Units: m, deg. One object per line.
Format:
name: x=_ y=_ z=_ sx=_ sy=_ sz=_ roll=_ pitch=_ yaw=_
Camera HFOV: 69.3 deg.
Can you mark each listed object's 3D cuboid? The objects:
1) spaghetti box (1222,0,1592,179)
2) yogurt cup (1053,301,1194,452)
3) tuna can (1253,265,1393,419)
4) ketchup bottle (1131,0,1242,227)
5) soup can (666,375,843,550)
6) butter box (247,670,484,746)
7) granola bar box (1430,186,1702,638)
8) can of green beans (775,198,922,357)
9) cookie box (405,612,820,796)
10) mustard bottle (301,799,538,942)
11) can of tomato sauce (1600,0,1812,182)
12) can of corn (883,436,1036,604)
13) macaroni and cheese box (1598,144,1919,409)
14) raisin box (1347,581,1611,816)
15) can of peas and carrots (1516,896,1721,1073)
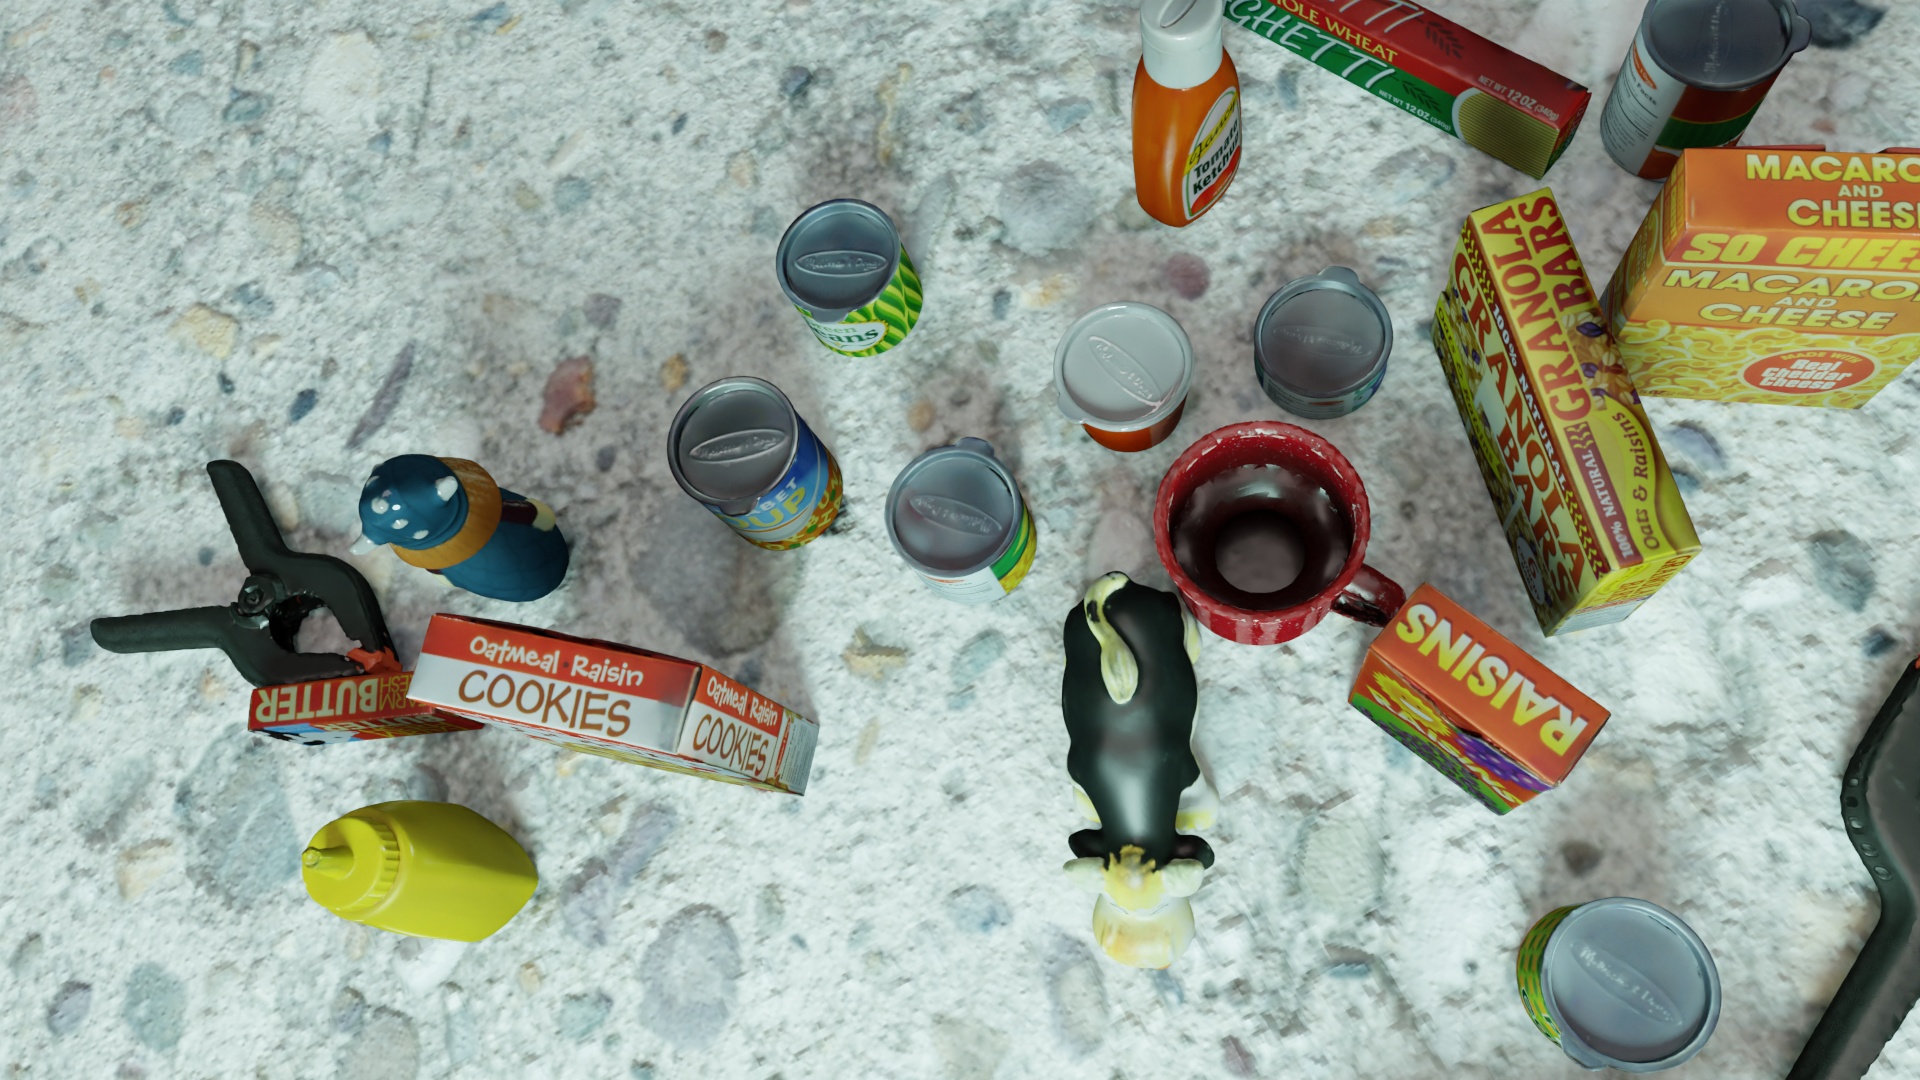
spaghetti box: x=0.205 y=-0.269 z=0.728 sx=0.250 sy=0.050 sz=0.029 roll=36 pitch=83 yaw=19
yogurt cup: x=0.083 y=-0.078 z=0.691 sx=0.072 sy=0.054 sz=0.072 roll=-3 pitch=73 yaw=10
tuna can: x=0.180 y=-0.098 z=0.689 sx=0.071 sy=0.032 sz=0.071 roll=-3 pitch=73 yaw=10
ketchup bottle: x=0.109 y=-0.214 z=0.678 sx=0.043 sy=0.148 sz=0.065 roll=36 pitch=83 yaw=19
soup can: x=-0.101 y=-0.034 z=0.697 sx=0.071 sy=0.083 sz=0.071 roll=-3 pitch=73 yaw=10
butter box: x=-0.304 y=0.087 z=0.716 sx=0.103 sy=0.053 sz=0.024 roll=-7 pitch=72 yaw=9
granola bar box: x=0.258 y=-0.050 z=0.611 sx=0.039 sy=0.124 sz=0.166 roll=-16 pitch=71 yaw=6
can of green beans: x=-0.057 y=-0.137 z=0.735 sx=0.071 sy=0.057 sz=0.071 roll=-3 pitch=73 yaw=10
cookie box: x=-0.147 y=0.077 z=0.627 sx=0.123 sy=0.167 sz=0.040 roll=9 pitch=76 yaw=14
mustard bottle: x=-0.252 y=0.148 z=0.630 sx=0.065 sy=0.160 sz=0.049 roll=39 pitch=84 yaw=19
can of tomato sauce: x=0.354 y=-0.221 z=0.667 sx=0.071 sy=0.083 sz=0.071 roll=-3 pitch=73 yaw=10
can of corn: x=0.002 y=-0.009 z=0.683 sx=0.071 sy=0.058 sz=0.071 roll=-3 pitch=73 yaw=10
macaroni and cheese box: x=0.347 y=-0.107 z=0.588 sx=0.124 sy=0.166 sz=0.040 roll=5 pitch=75 yaw=13
raisin box: x=0.211 y=0.070 z=0.583 sx=0.086 sy=0.123 sz=0.040 roll=39 pitch=84 yaw=19
can of peas and carrots: x=0.267 y=0.184 z=0.571 sx=0.071 sy=0.058 sz=0.071 roll=-3 pitch=73 yaw=10
